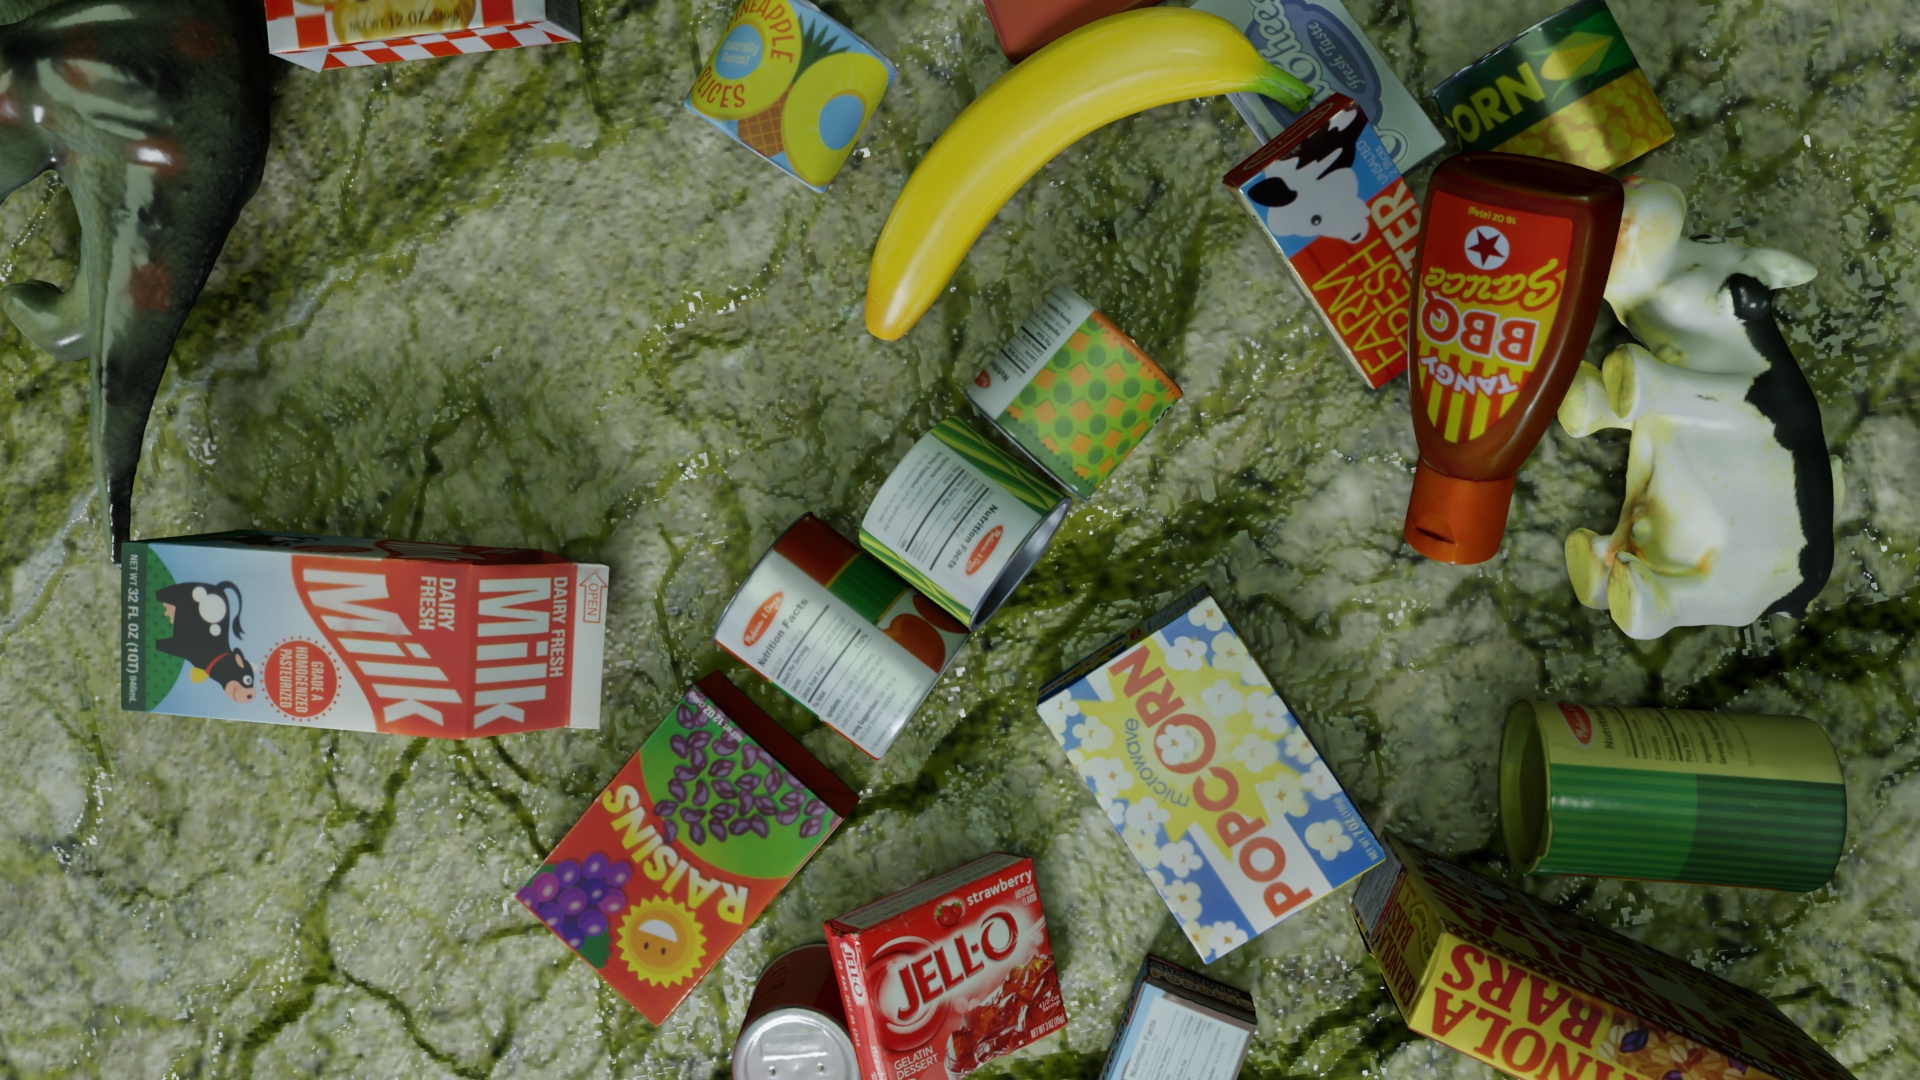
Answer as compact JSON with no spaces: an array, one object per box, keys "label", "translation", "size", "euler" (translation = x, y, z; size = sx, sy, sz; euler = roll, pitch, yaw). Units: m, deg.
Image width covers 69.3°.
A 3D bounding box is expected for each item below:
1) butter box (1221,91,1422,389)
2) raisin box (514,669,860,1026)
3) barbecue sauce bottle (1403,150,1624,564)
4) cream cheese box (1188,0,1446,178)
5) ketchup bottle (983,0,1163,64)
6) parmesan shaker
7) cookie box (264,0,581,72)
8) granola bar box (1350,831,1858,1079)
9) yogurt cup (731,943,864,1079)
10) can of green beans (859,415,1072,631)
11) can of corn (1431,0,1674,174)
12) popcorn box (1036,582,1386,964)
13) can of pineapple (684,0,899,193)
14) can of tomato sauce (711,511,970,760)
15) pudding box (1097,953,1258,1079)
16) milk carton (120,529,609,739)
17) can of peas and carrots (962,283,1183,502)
[{"label":"butter box","translation":[0.150,-0.112,0.527],"size":[0.053,0.024,0.103],"euler":[-37,114,11]},{"label":"raisin box","translation":[-0.116,0.130,0.592],"size":[0.086,0.040,0.123],"euler":[41,97,2]},{"label":"barbecue sauce bottle","translation":[0.193,-0.063,0.509],"size":[0.065,0.044,0.147],"euler":[27,130,37]},{"label":"cream cheese box","translation":[0.136,-0.178,0.545],"size":[0.053,0.024,0.104],"euler":[-37,88,10]},{"label":"ketchup bottle","translation":[0.077,-0.242,0.538],"size":[0.149,0.043,0.064],"euler":[-20,99,8]},{"label":"parmesan shaker","translation":[0.265,0.098,0.523],"size":[0.103,0.071,0.071],"euler":[3,95,7]},{"label":"cookie box","translation":[-0.230,-0.290,0.578],"size":[0.123,0.040,0.167],"euler":[-3,95,8]},{"label":"granola bar box","translation":[0.234,0.172,0.506],"size":[0.166,0.124,0.039],"euler":[23,96,6]},{"label":"yogurt cup","translation":[-0.062,0.211,0.583],"size":[0.072,0.054,0.072],"euler":[0,94,7]},{"label":"can of green beans","translation":[0.002,-0.007,0.551],"size":[0.058,0.071,0.071],"euler":[37,98,10]},{"label":"can of corn","translation":[0.217,-0.156,0.513],"size":[0.071,0.071,0.058],"euler":[-28,91,9]},{"label":"popcorn box","translation":[0.100,0.093,0.561],"size":[0.085,0.038,0.126],"euler":[-34,89,9]},{"label":"can of pineapple","translation":[-0.068,-0.180,0.549],"size":[0.071,0.071,0.057],"euler":[33,98,4]},{"label":"can of tomato sauce","translation":[-0.047,0.038,0.564],"size":[0.083,0.071,0.071],"euler":[36,98,3]},{"label":"pudding box","translation":[0.085,0.222,0.576],"size":[0.050,0.030,0.083],"euler":[19,96,5]},{"label":"milk carton","translation":[-0.241,0.038,0.585],"size":[0.191,0.073,0.072],"euler":[4,95,7]},{"label":"can of peas and carrots","translation":[0.046,-0.057,0.545],"size":[0.071,0.071,0.058],"euler":[42,98,3]}]
